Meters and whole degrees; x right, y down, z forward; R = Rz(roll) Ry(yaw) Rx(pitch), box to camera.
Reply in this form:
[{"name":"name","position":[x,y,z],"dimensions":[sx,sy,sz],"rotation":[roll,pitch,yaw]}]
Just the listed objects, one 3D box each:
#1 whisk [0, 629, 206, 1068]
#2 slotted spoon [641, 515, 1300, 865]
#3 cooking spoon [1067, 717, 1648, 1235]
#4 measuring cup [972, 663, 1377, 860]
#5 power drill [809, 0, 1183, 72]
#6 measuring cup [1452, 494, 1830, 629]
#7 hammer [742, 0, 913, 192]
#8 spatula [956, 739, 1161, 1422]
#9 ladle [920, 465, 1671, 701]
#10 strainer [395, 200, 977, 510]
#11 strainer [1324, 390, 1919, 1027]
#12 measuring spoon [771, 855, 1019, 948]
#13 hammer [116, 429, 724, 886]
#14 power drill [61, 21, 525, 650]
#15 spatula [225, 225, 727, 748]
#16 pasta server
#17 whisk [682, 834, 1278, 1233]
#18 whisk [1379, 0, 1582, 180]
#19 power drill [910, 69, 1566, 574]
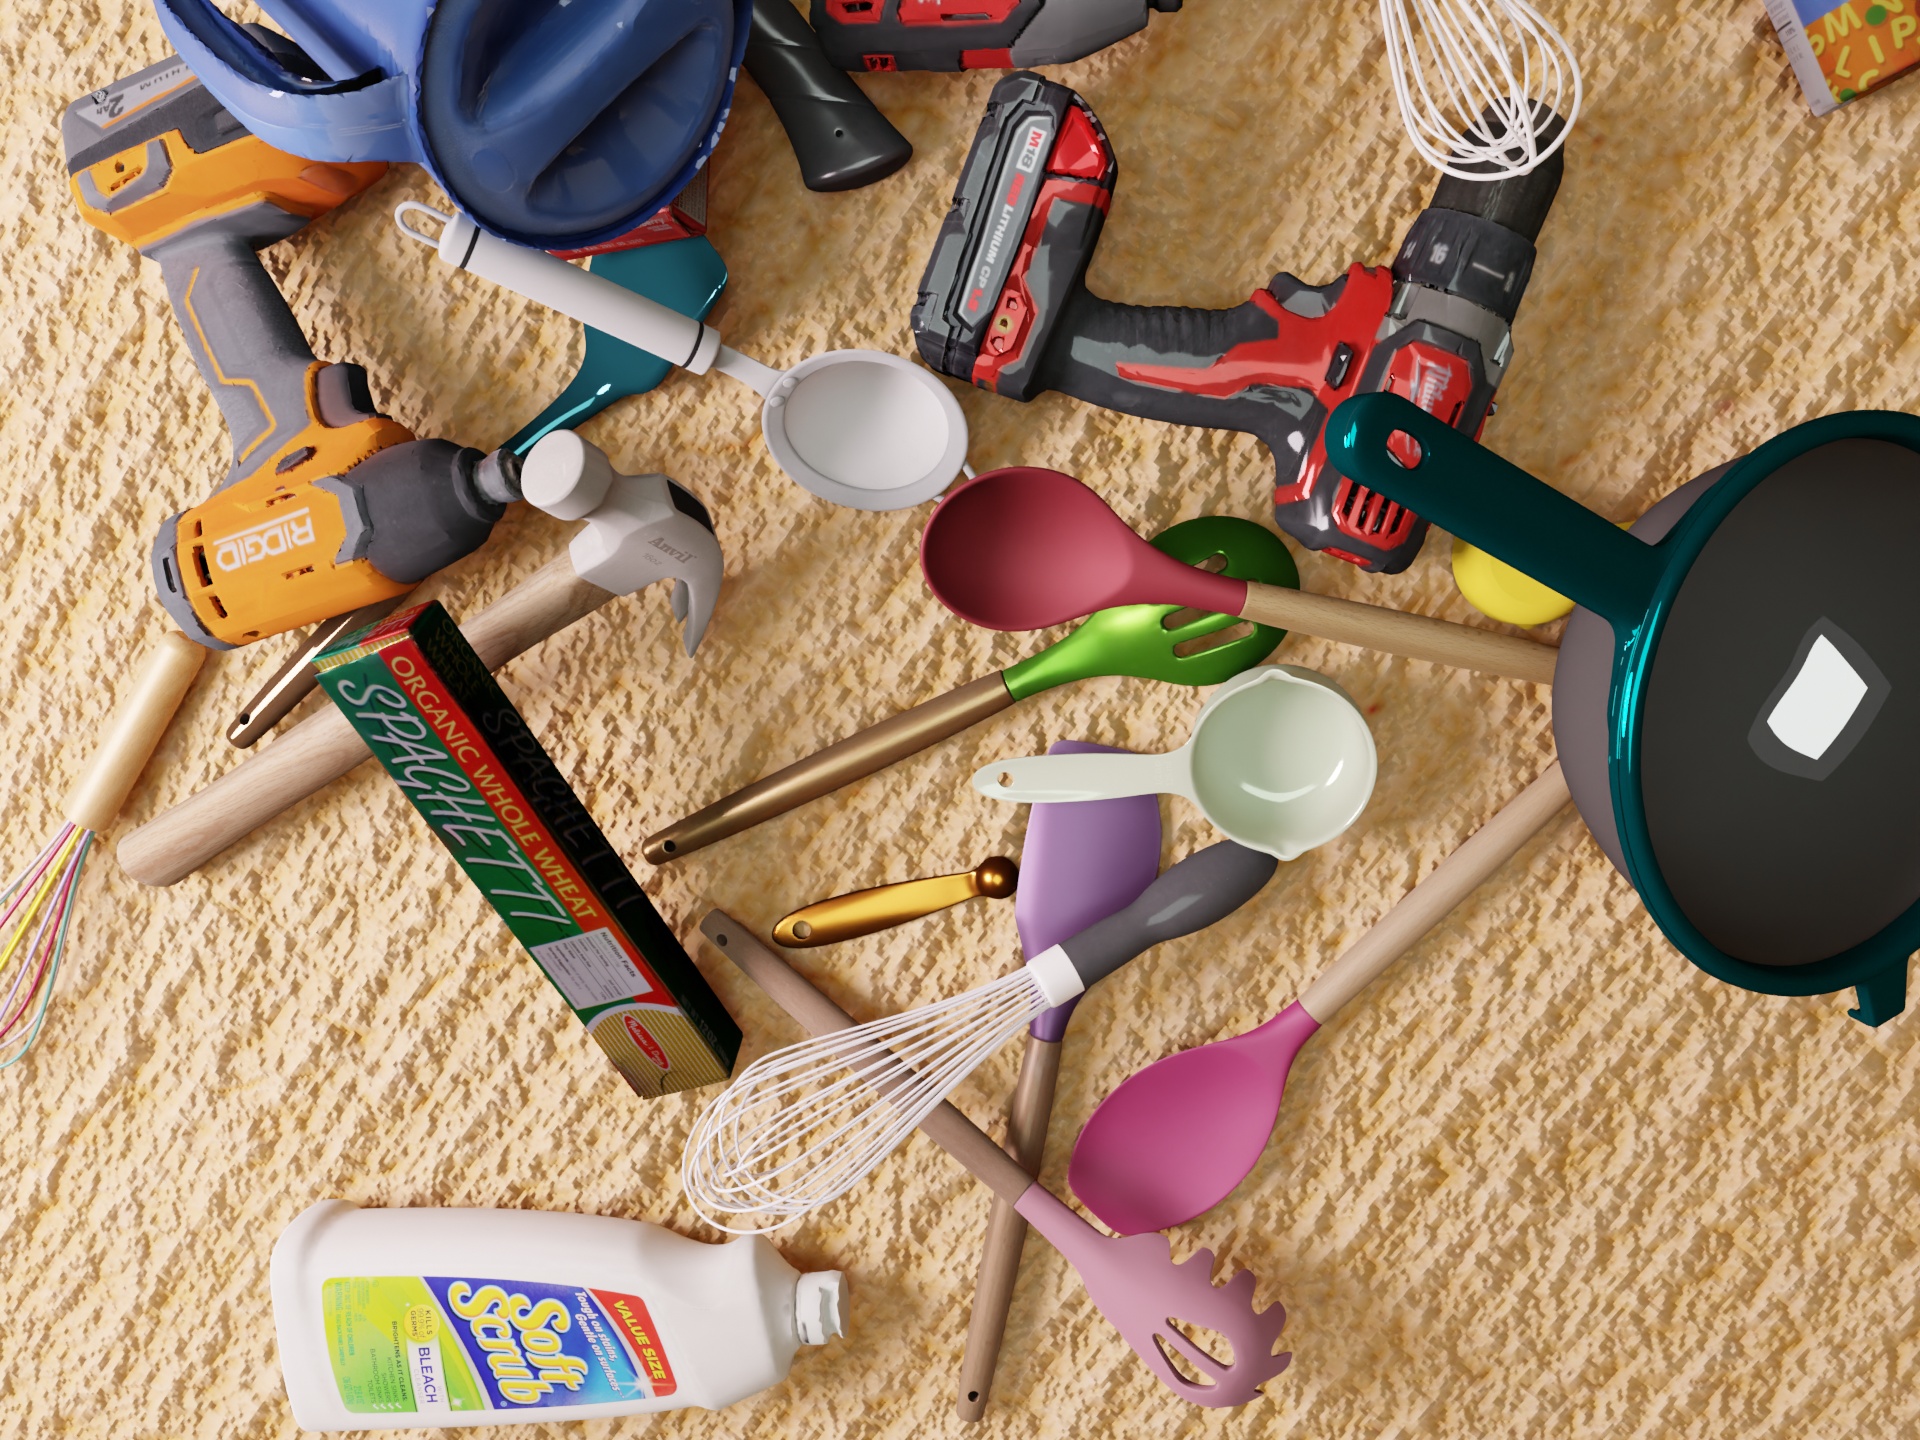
[{"name":"whisk","position":[-0.418,0.066,0.742],"dimensions":[0.051,0.047,0.245],"rotation":[33,96,4]},{"name":"slotted spoon","position":[-0.001,-0.002,0.689],"dimensions":[0.314,0.031,0.070],"rotation":[-24,98,11]},{"name":"cooking spoon","position":[0.169,0.108,0.684],"dimensions":[0.069,0.017,0.319],"rotation":[45,100,-1]},{"name":"measuring cup","position":[0.089,0.016,0.673],"dimensions":[0.167,0.038,0.083],"rotation":[-4,107,13]},{"name":"power drill","position":[0.015,-0.358,0.589],"dimensions":[0.143,0.078,0.219],"rotation":[3,105,10]},{"name":"measuring cup","position":[0.281,-0.072,0.642],"dimensions":[0.156,0.029,0.062],"rotation":[-6,96,9]},{"name":"hammer","position":[-0.157,-0.387,0.659],"dimensions":[0.149,0.036,0.409],"rotation":[-38,91,9]},{"name":"spatula","position":[0.035,0.165,0.708],"dimensions":[0.060,0.018,0.316],"rotation":[12,97,1]},{"name":"ladle","position":[0.138,-0.044,0.638],"dimensions":[0.315,0.031,0.069],"rotation":[12,116,-7]},{"name":"strainer","position":[-0.095,-0.147,0.633],"dimensions":[0.258,0.050,0.087],"rotation":[20,139,-27]},{"name":"strainer","position":[0.246,-0.033,0.578],"dimensions":[0.340,0.095,0.211],"rotation":[24,90,-23]},{"name":"measuring spoon","position":[-0.030,0.083,0.709],"dimensions":[0.117,0.011,0.021],"rotation":[-15,95,9]},{"name":"hammer","position":[-0.241,-0.008,0.686],"dimensions":[0.331,0.130,0.031],"rotation":[-29,63,20]},{"name":"power drill","position":[-0.270,-0.157,0.658],"dimensions":[0.164,0.084,0.226],"rotation":[-15,88,16]},{"name":"spatula","position":[-0.221,-0.099,0.692],"dimensions":[0.317,0.044,0.082],"rotation":[-43,70,9]},{"name":"pasta server","position":[0.008,0.186,0.694],"dimensions":[0.316,0.040,0.060],"rotation":[38,102,12]},{"name":"whisk","position":[0.011,0.122,0.664],"dimensions":[0.284,0.070,0.070],"rotation":[-30,93,-8]},{"name":"whisk","position":[0.158,-0.302,0.591],"dimensions":[0.059,0.057,0.246],"rotation":[-26,72,19]},{"name":"power drill","position":[0.112,-0.180,0.629],"dimensions":[0.226,0.080,0.188],"rotation":[22,99,1]}]
